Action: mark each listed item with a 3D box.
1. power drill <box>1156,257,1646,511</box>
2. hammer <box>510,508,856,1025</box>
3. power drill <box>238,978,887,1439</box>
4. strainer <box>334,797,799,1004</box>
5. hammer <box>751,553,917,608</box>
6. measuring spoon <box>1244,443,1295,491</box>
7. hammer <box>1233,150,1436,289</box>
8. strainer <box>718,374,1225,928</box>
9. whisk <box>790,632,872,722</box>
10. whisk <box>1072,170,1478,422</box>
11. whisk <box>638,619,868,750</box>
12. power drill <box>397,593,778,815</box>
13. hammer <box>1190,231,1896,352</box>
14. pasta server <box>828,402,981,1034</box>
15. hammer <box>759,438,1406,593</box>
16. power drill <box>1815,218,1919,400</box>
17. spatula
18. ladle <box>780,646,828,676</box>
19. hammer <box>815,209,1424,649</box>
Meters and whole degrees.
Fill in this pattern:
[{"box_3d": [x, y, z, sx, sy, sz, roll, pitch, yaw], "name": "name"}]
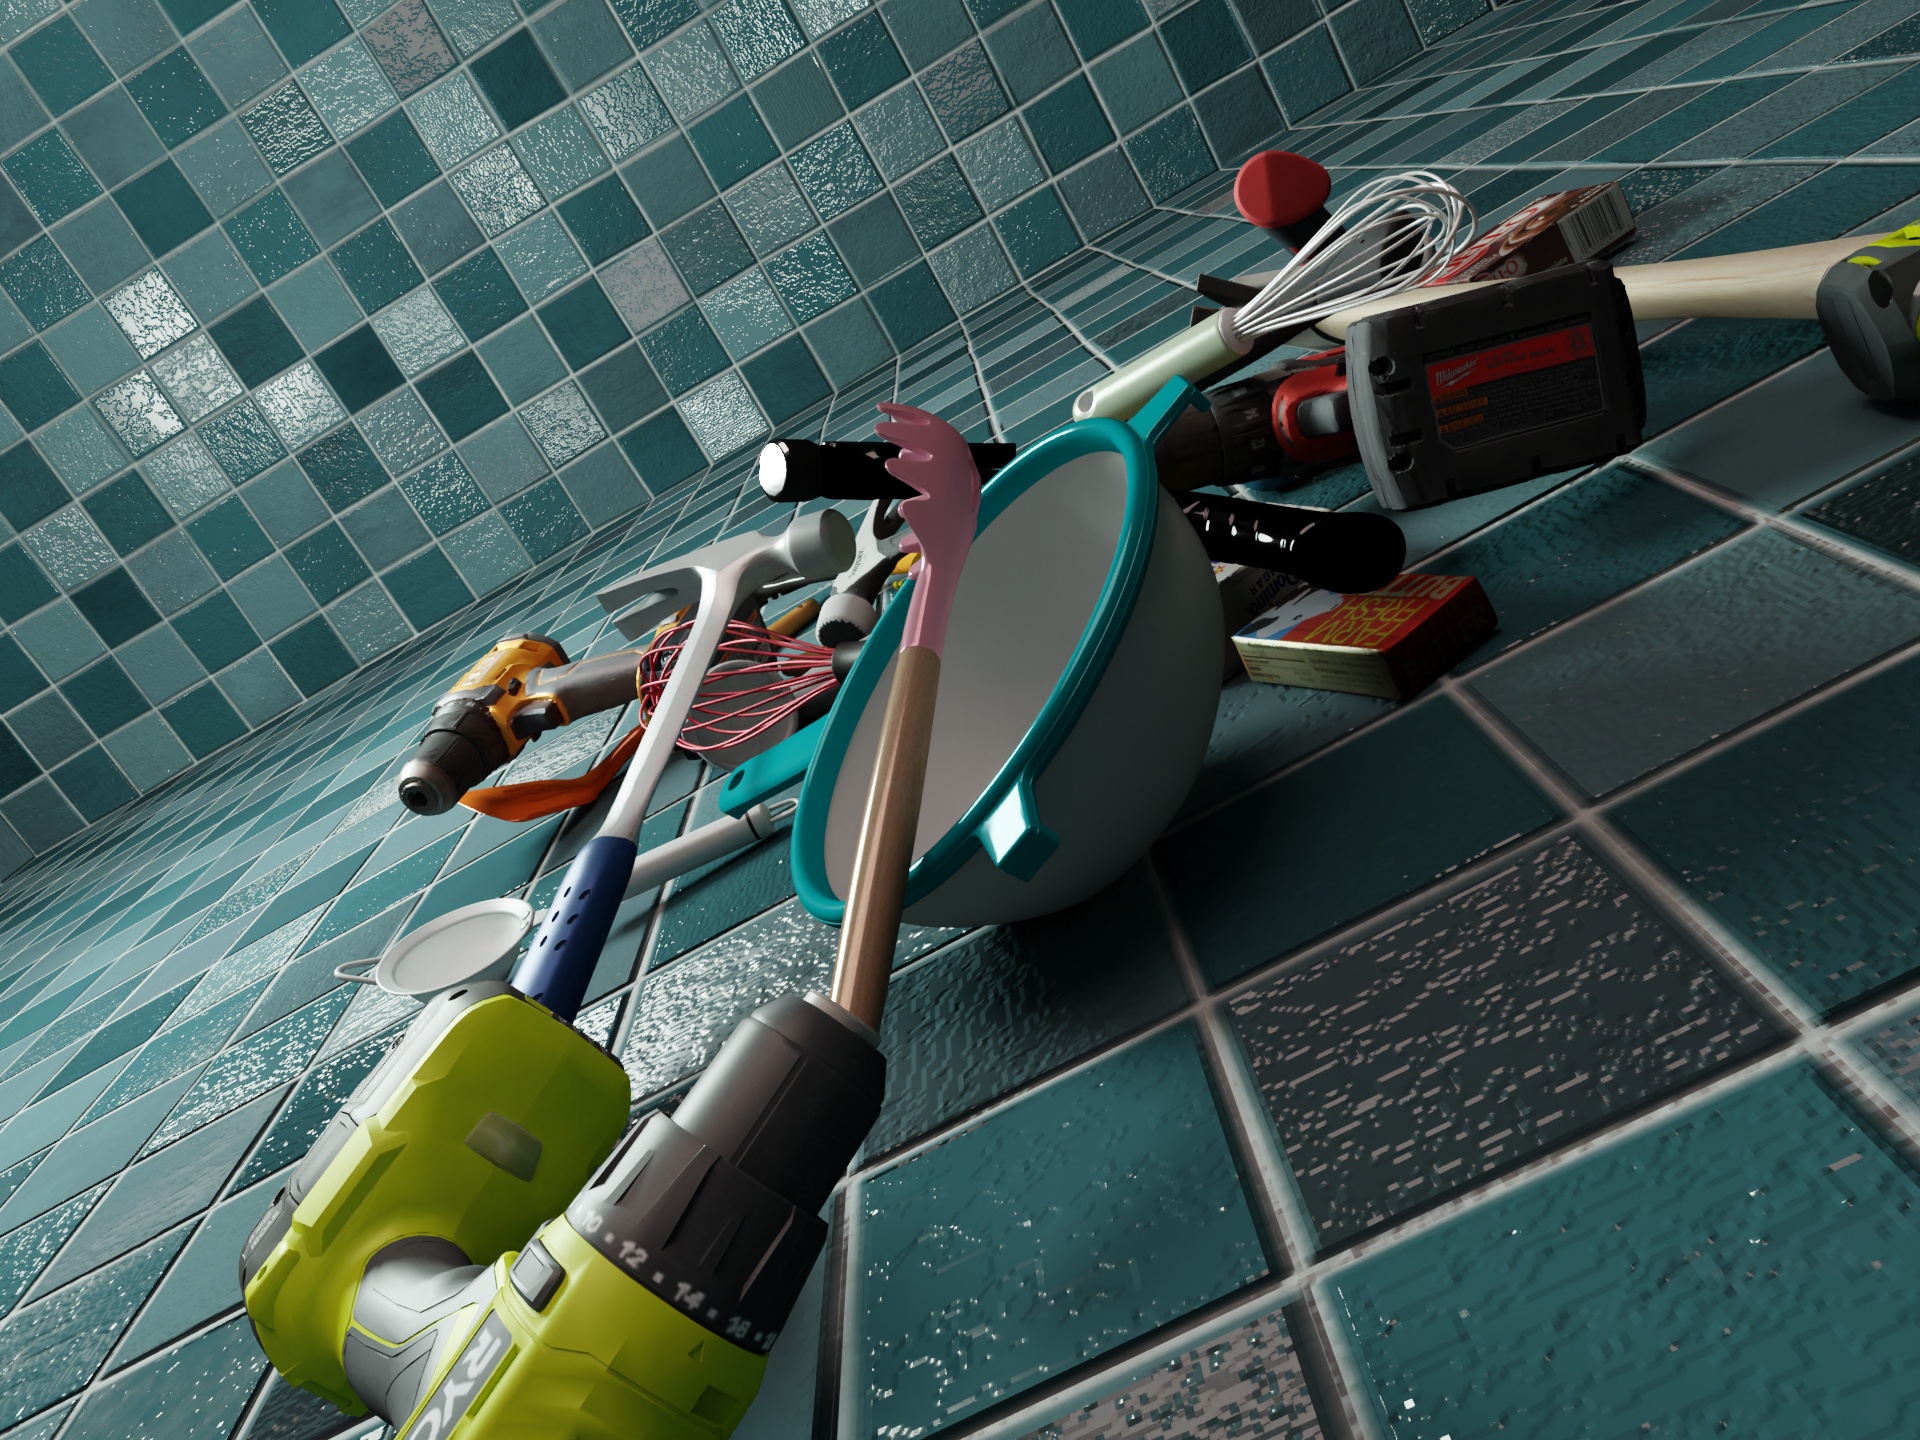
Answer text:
[{"box_3d": [0.179, -0.142, 0.732, 0.188, 0.080, 0.227, -15, 10, -7], "name": "power drill"}, {"box_3d": [-0.157, 0.051, 0.711, 0.144, 0.035, 0.406, -12, 40, 25], "name": "hammer"}, {"box_3d": [-0.119, 0.147, 0.444, 0.190, 0.080, 0.228, -56, 24, -15], "name": "power drill"}, {"box_3d": [-0.200, 0.098, 0.836, 0.258, 0.050, 0.087, -24, 23, 2], "name": "strainer"}, {"box_3d": [-0.049, -0.116, 1.149, 0.337, 0.034, 0.127, -6, 22, 47], "name": "hammer"}, {"box_3d": [0.176, -0.148, 0.940, 0.042, 0.021, 0.129, -31, 8, 3], "name": "measuring spoon"}, {"box_3d": [0.202, -0.287, 0.967, 0.143, 0.038, 0.386, -5, 6, 22], "name": "hammer"}, {"box_3d": [0.000, 0.014, 0.648, 0.340, 0.095, 0.211, -26, 38, 57], "name": "strainer"}, {"box_3d": [-0.035, -0.052, 0.922, 0.239, 0.055, 0.055, -31, 13, 41], "name": "whisk"}, {"box_3d": [0.140, -0.192, 0.770, 0.246, 0.059, 0.058, -21, 59, 50], "name": "whisk"}, {"box_3d": [-0.071, -0.028, 0.816, 0.296, 0.073, 0.073, -6, 30, 42], "name": "whisk"}, {"box_3d": [-0.255, -0.008, 1.069, 0.226, 0.084, 0.185, -9, 28, 18], "name": "power drill"}, {"box_3d": [0.281, -0.213, 0.807, 0.146, 0.038, 0.411, 5, 8, -25], "name": "hammer"}, {"box_3d": [-0.025, -0.001, 0.538, 0.040, 0.060, 0.316, 0, 47, 10], "name": "pasta server"}, {"box_3d": [0.057, -0.099, 0.727, 0.146, 0.035, 0.335, -7, 17, -39], "name": "hammer"}, {"box_3d": [0.395, -0.151, 0.483, 0.171, 0.080, 0.223, -27, 15, 12], "name": "power drill"}, {"box_3d": [-0.216, -0.011, 1.157, 0.081, 0.041, 0.323, 12, 42, 41], "name": "spatula"}, {"box_3d": [-0.025, -0.056, 0.994, 0.315, 0.031, 0.069, -11, 29, 51], "name": "ladle"}, {"box_3d": [0.078, -0.169, 0.913, 0.409, 0.036, 0.149, -27, 34, 34], "name": "hammer"}]
